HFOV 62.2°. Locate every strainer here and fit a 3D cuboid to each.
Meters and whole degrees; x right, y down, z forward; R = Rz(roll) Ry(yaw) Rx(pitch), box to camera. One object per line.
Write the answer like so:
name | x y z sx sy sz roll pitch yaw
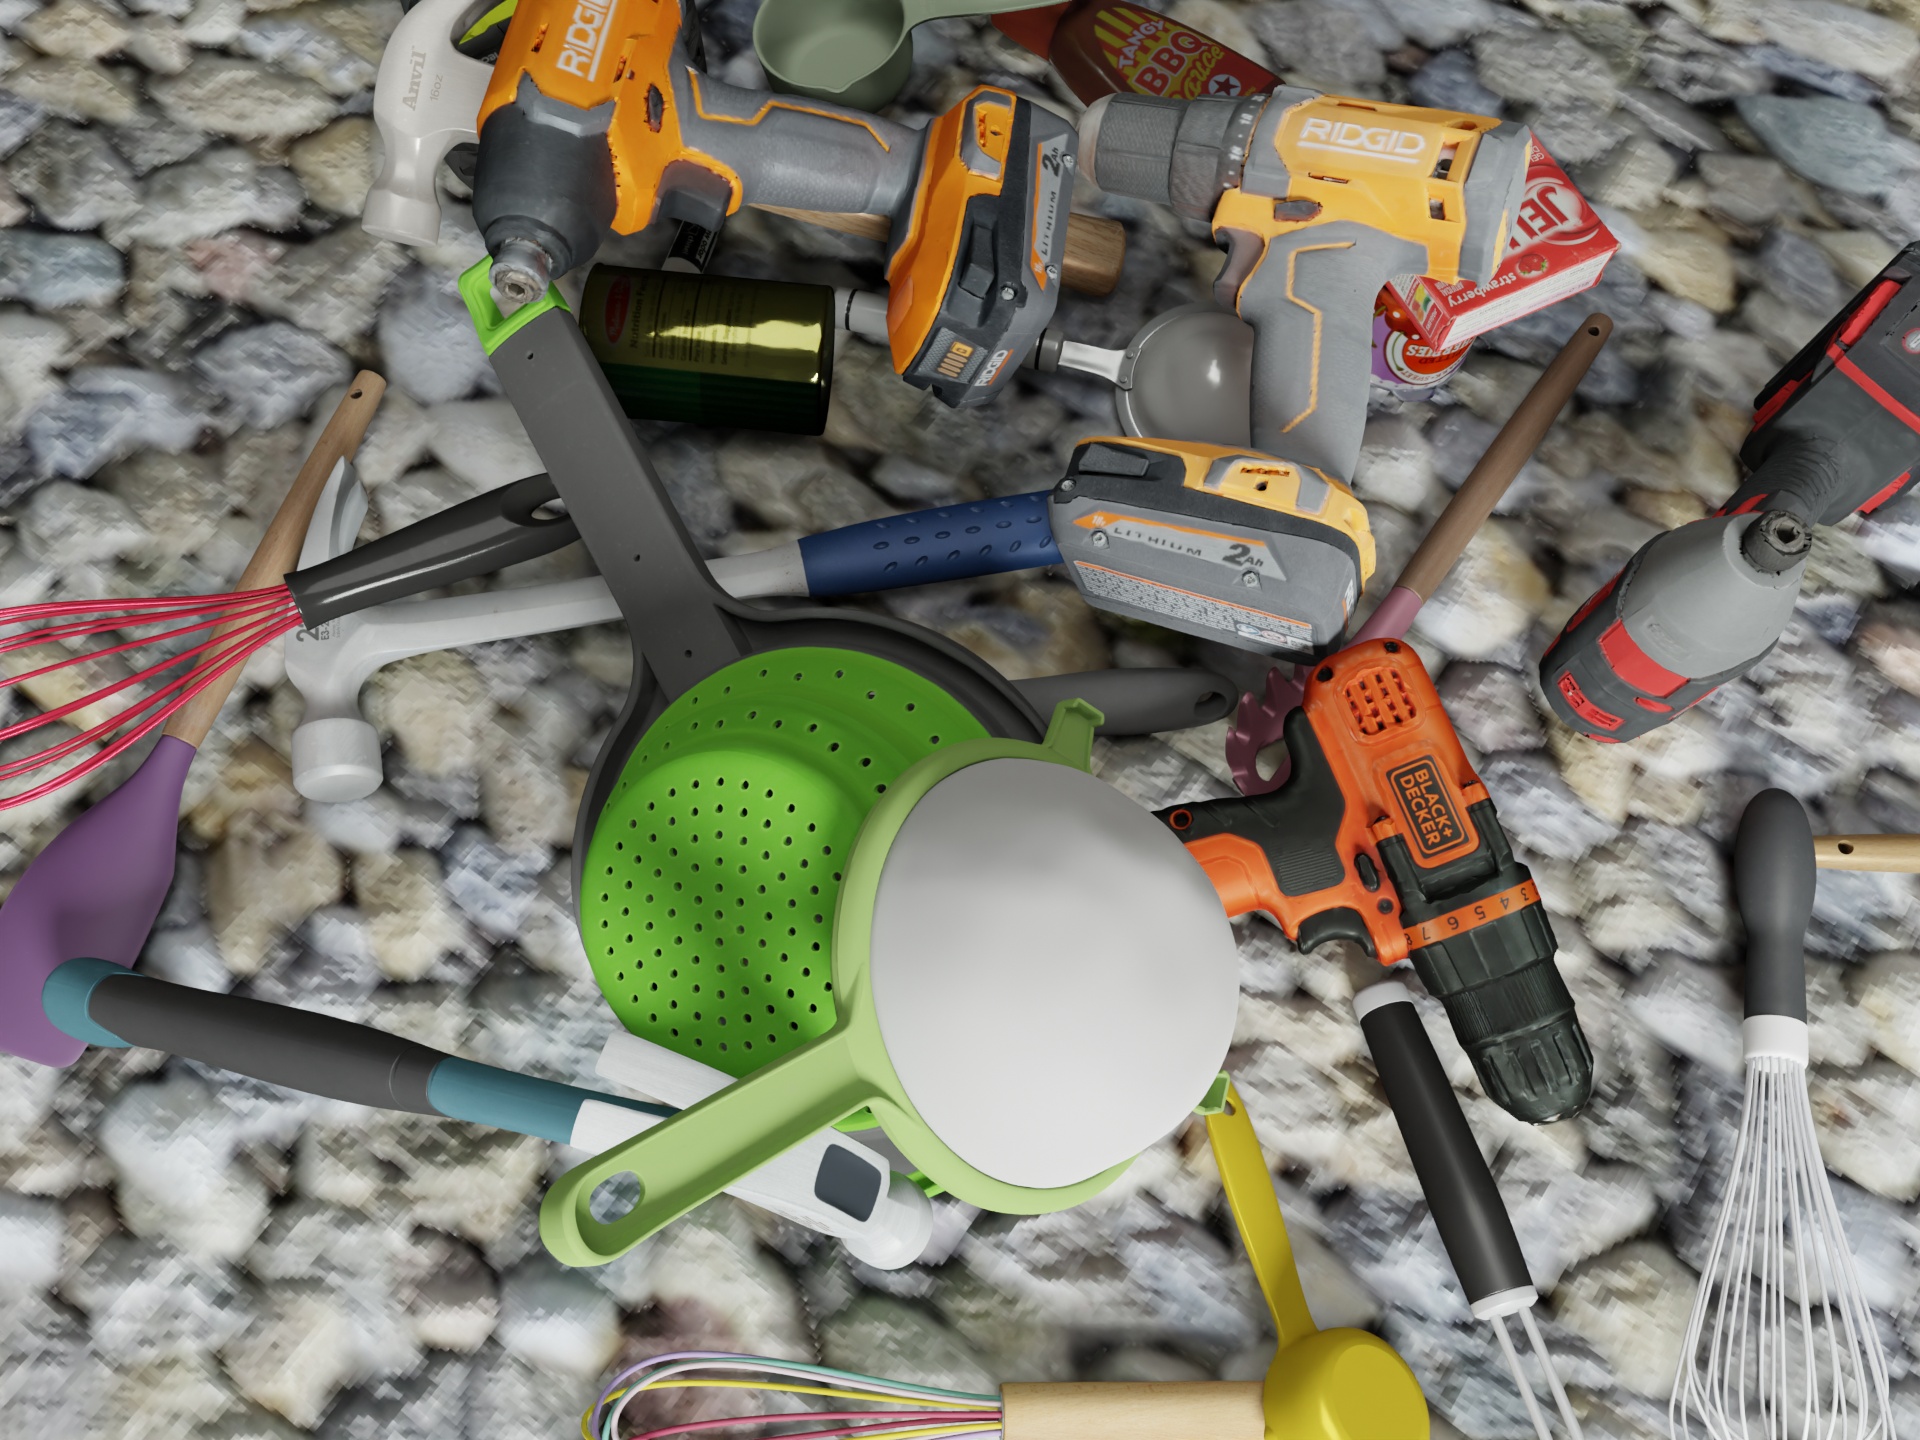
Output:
strainer | 0.003 0.086 0.452 0.256 0.069 0.151 -20 92 -45
strainer | 0.048 -0.165 0.722 0.258 0.050 0.087 13 83 7

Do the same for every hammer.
hammer | -0.178 0.121 0.531 0.331 0.128 0.033 6 63 24
hammer | -0.084 -0.244 0.705 0.331 0.031 0.130 9 95 -15
hammer | -0.079 -0.069 0.677 0.405 0.035 0.144 -10 69 -6

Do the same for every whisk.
whisk | 0.305 0.152 0.597 0.070 0.070 0.285 13 63 3
whisk | -0.274 -0.037 0.609 0.296 0.073 0.073 -24 71 -19
whisk | -0.001 -0.001 0.650 0.239 0.055 0.055 -4 68 -9
whisk | -0.007 0.245 0.551 0.245 0.047 0.051 2 67 -5

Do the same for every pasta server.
pasta server | 0.210 -0.076 0.691 0.060 0.040 0.316 35 70 11

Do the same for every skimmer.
skimmer | 0.209 0.271 0.556 0.127 0.090 0.364 -15 59 -2

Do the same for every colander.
colander | -0.101 -0.009 0.561 0.204 0.094 0.397 -32 81 16

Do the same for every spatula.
spatula | -0.312 -0.014 0.655 0.060 0.018 0.316 17 69 6

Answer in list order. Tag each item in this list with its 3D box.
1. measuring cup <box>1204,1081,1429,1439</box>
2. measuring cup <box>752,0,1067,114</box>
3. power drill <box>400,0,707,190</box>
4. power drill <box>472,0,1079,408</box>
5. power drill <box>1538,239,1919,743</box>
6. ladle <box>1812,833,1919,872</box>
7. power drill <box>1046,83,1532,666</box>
measuring cup | 0.123 0.198 0.573 0.062 0.029 0.157 1 59 -32
measuring cup | -0.016 -0.335 0.776 0.167 0.038 0.083 -9 70 2
power drill | -0.225 -0.369 0.773 0.171 0.080 0.223 -31 69 -13
power drill | -0.075 -0.205 0.629 0.226 0.084 0.164 16 63 -15
power drill | 0.338 -0.090 0.647 0.220 0.143 0.078 -41 78 -19
ladle | 0.508 0.060 0.654 0.320 0.062 0.078 1 70 5
power drill | 0.106 -0.153 0.638 0.185 0.084 0.226 18 78 20
